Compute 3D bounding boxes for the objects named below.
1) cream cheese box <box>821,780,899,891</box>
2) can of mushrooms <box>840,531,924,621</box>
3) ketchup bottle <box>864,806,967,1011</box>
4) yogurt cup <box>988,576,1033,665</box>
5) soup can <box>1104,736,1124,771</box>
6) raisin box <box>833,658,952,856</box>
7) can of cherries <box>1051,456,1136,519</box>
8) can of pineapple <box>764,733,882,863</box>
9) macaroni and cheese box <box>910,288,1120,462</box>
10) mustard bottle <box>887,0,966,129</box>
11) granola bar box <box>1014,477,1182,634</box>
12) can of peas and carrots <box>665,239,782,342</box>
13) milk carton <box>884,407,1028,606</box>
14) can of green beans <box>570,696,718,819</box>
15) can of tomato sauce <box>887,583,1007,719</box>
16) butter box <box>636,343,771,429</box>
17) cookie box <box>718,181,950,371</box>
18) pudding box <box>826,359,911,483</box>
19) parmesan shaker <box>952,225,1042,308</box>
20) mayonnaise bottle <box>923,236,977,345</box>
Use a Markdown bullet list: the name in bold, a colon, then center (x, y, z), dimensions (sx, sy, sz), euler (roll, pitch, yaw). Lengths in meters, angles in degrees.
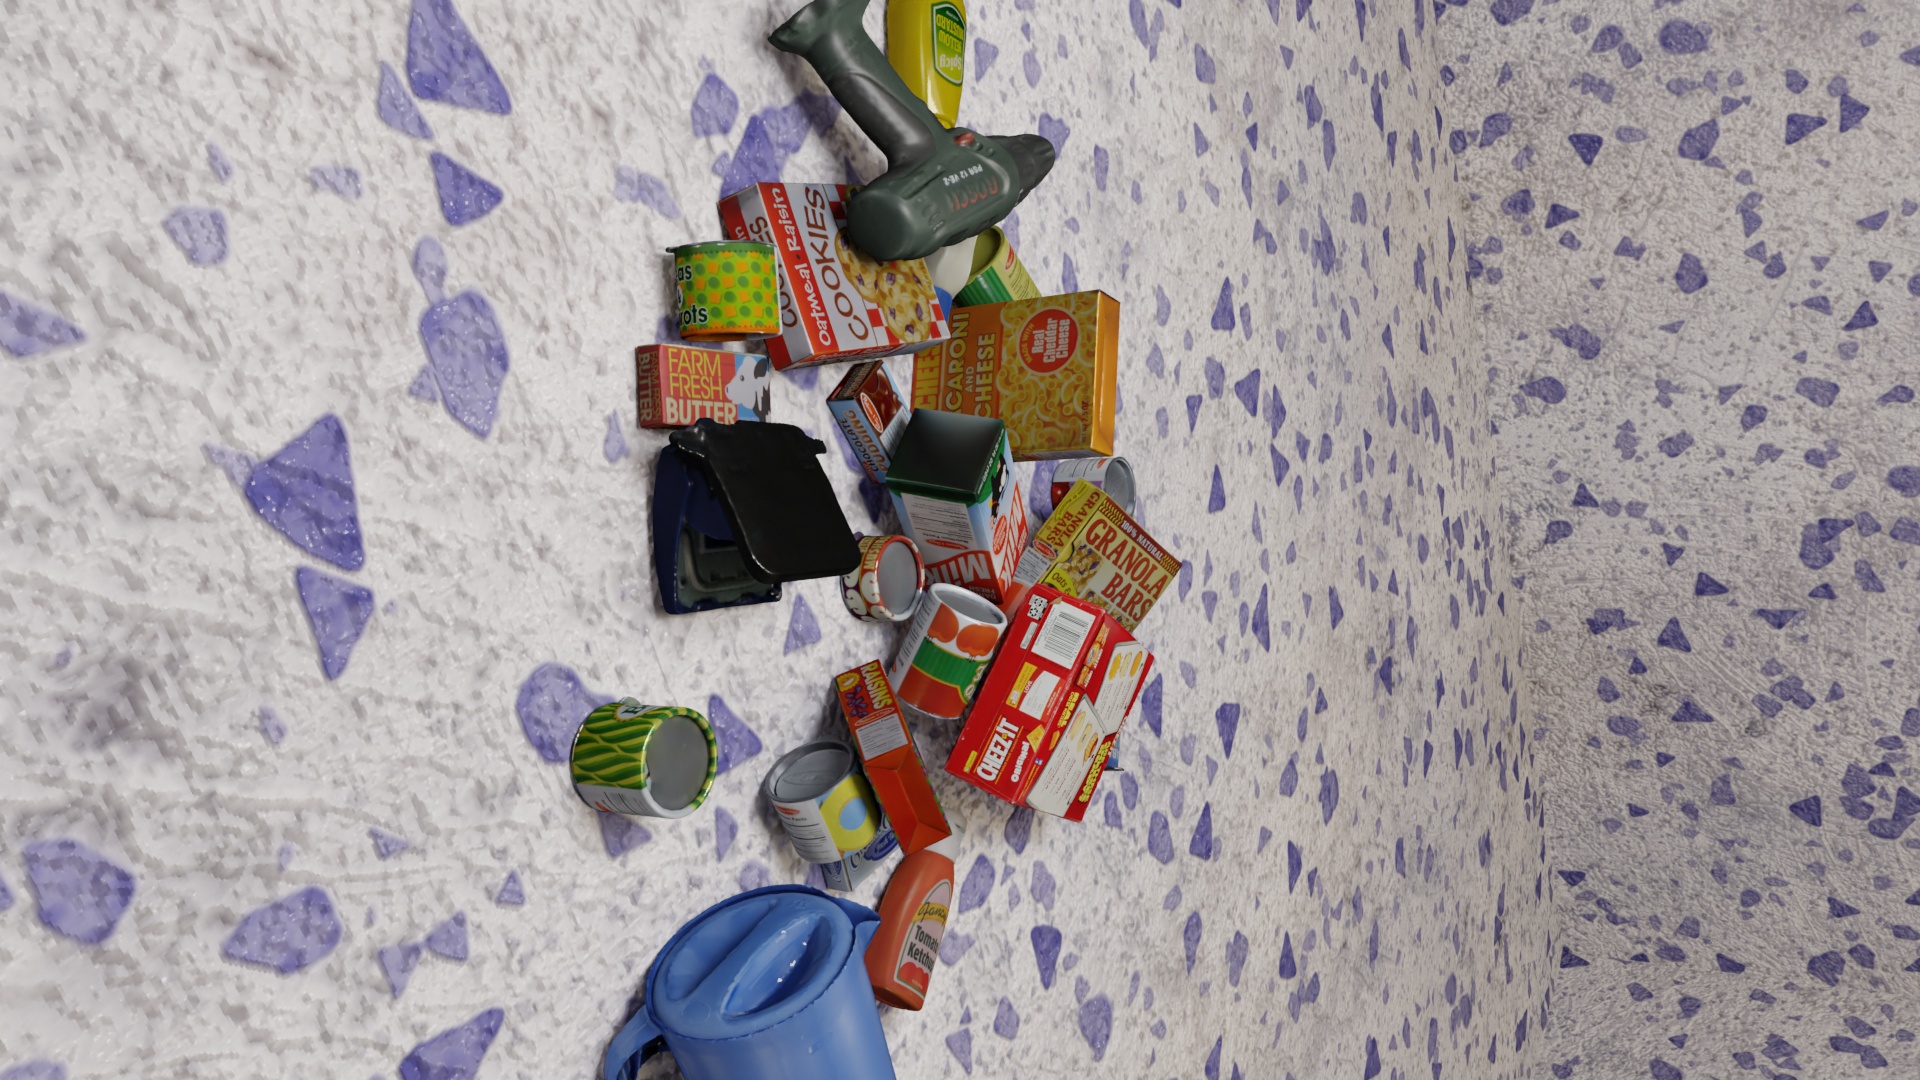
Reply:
- **cream cheese box**: center (-0.066, 0.212, 1.035), dimensions (0.104, 0.024, 0.053), euler (-32, 114, -53)
- **can of mushrooms**: center (-0.059, 0.026, 1.050), dimensions (0.071, 0.033, 0.071), euler (3, 87, -56)
- **ketchup bottle**: center (-0.033, 0.278, 1.065), dimensions (0.064, 0.043, 0.149), euler (52, 47, -44)
- **yogurt cup**: center (0.040, 0.072, 1.170), dimensions (0.054, 0.072, 0.072), euler (-50, 129, -35)
- **soup can**: center (0.118, 0.167, 1.273), dimensions (0.071, 0.071, 0.084), euler (23, 69, -54)
- **raisin box**: center (-0.050, 0.152, 0.988), dimensions (0.124, 0.040, 0.085), euler (-120, -172, -63)
- **can of cherries**: center (0.127, -0.042, 1.312), dimensions (0.071, 0.058, 0.071), euler (6, 82, -57)
- **can of pineapple**: center (-0.093, 0.178, 0.959), dimensions (0.071, 0.071, 0.057), euler (-50, 129, -45)
- **macaroni and cheese box**: center (0.041, -0.123, 1.088), dimensions (0.040, 0.166, 0.124), euler (17, 75, -56)
- **mustard bottle**: center (-0.026, -0.366, 1.107), dimensions (0.065, 0.049, 0.160), euler (5, 84, -54)
- **granola bar box**: center (0.122, 0.033, 1.264), dimensions (0.124, 0.039, 0.165), euler (-53, 140, 0)
- **can of peas and carrots**: center (-0.151, -0.159, 0.893), dimensions (0.071, 0.071, 0.058), euler (-9, 97, -56)
- **milk carton**: center (0.004, -0.014, 1.086), dimensions (0.189, 0.073, 0.073), euler (74, 31, -53)
- **can of green beans**: center (-0.187, 0.130, 0.827), dimensions (0.071, 0.058, 0.071), euler (5, 84, -57)
- **can of tomato sauce**: center (-0.009, 0.084, 1.060), dimensions (0.071, 0.071, 0.083), euler (1, 119, -57)
- **butter box**: center (-0.166, -0.098, 0.903), dimensions (0.104, 0.024, 0.053), euler (-3, 90, -57)
- **cookie box**: center (-0.087, -0.190, 0.993), dimensions (0.168, 0.040, 0.123), euler (-19, 90, -55)
- **pudding box**: center (-0.062, -0.090, 1.054), dimensions (0.050, 0.030, 0.083), euler (-59, 134, -38)
- **parmesan shaker**: center (0.029, -0.204, 1.166), dimensions (0.102, 0.071, 0.071), euler (51, 48, -43)
- **mayonnaise bottle**: center (-0.016, -0.229, 1.106), dimensions (0.041, 0.064, 0.148), euler (25, 71, -40)
